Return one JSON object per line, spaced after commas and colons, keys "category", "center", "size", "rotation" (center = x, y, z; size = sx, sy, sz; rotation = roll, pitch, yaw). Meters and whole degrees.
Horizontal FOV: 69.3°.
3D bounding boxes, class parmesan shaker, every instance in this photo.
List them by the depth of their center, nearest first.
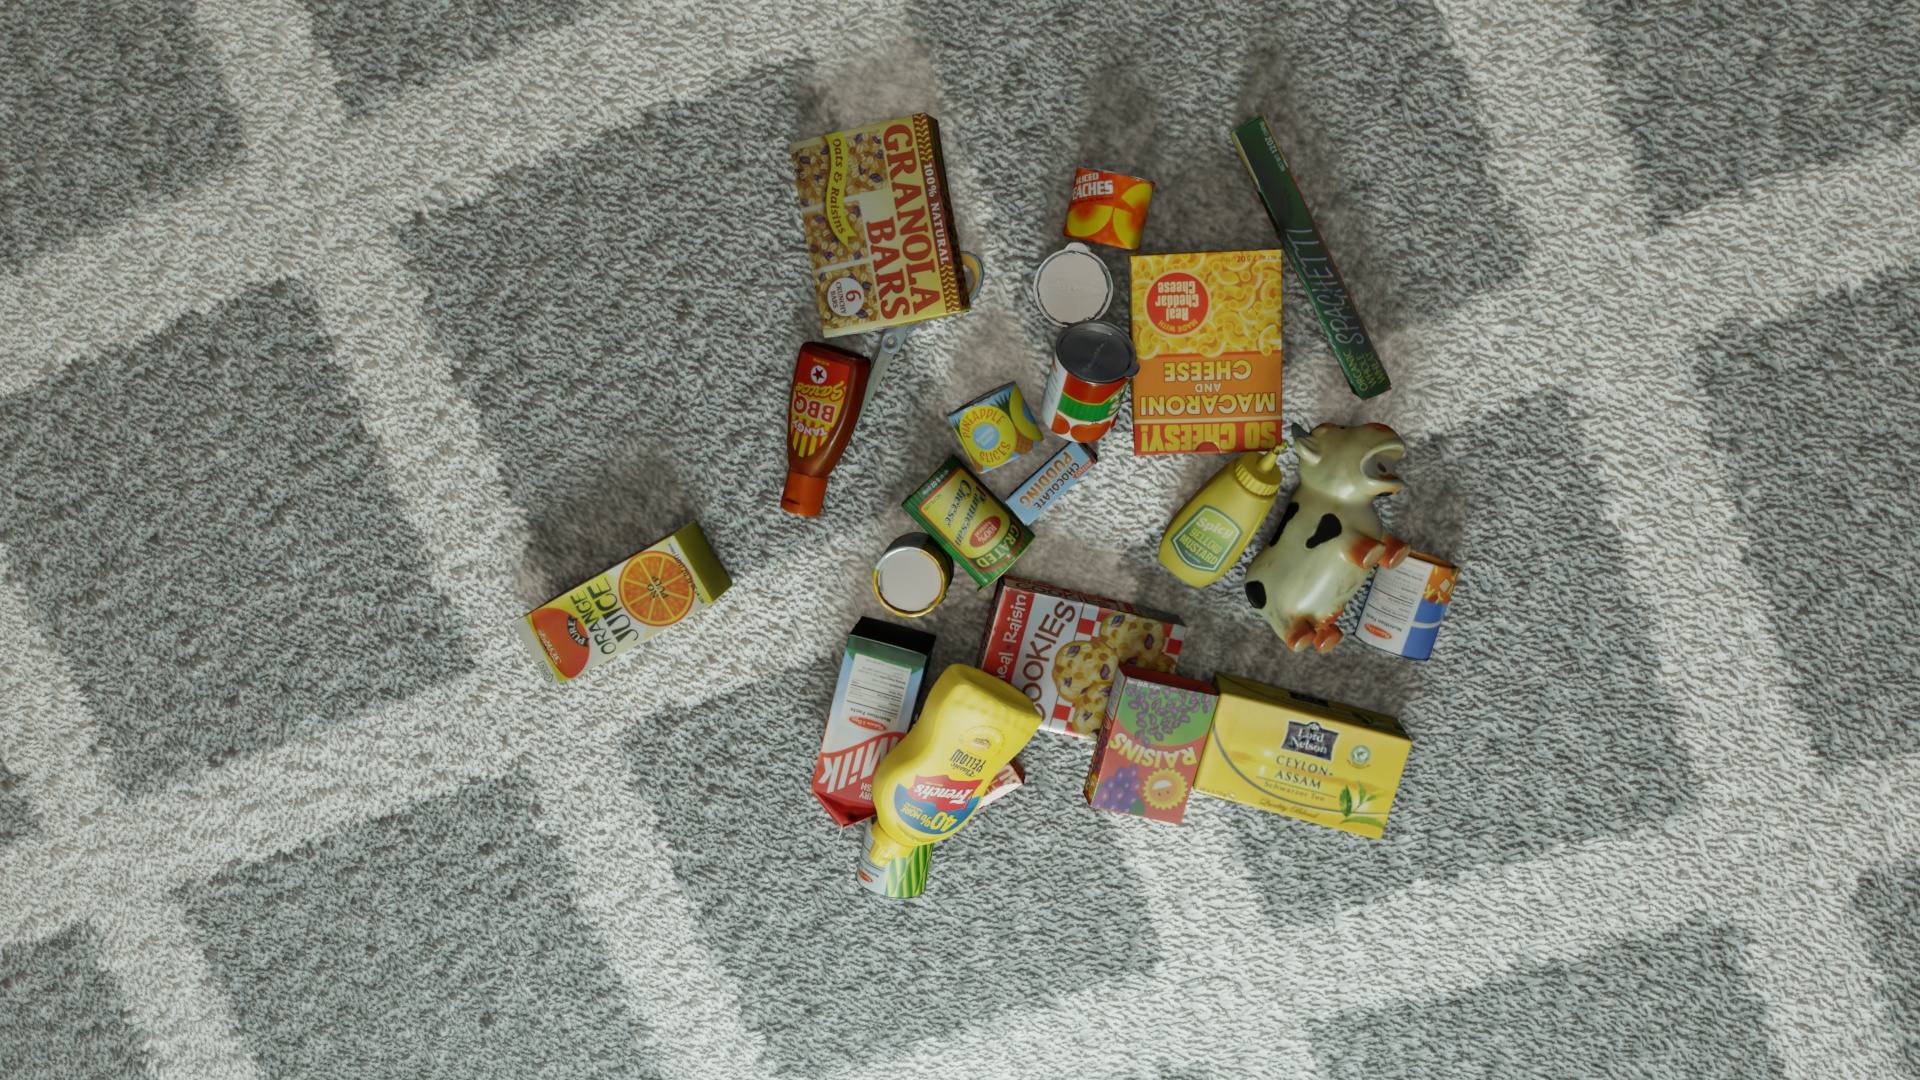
{"category": "parmesan shaker", "center": [0.004, -0.015, 1.209], "size": [0.103, 0.071, 0.071], "rotation": [45, 102, -4]}

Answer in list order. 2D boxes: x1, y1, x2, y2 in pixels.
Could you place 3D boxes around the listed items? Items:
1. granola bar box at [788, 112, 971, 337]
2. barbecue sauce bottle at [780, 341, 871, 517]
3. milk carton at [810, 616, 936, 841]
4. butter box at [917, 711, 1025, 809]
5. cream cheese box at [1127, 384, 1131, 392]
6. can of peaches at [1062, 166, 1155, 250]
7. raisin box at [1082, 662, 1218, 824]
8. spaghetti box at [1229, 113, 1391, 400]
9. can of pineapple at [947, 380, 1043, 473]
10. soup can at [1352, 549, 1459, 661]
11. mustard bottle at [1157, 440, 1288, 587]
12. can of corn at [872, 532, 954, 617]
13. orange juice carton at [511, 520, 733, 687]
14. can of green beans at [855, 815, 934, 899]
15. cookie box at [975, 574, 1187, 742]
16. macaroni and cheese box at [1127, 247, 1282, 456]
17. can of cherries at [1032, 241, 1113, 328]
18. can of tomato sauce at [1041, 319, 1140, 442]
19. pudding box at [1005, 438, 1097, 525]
{"category": "granola bar box", "center": [-0.067, -0.263, 1.172], "size": [0.124, 0.039, 0.165], "rotation": [-9, 94, 14]}
{"category": "barbecue sauce bottle", "center": [-0.124, -0.096, 1.217], "size": [0.065, 0.044, 0.148], "rotation": [20, 105, 22]}
{"category": "milk carton", "center": [-0.083, 0.173, 1.252], "size": [0.073, 0.072, 0.190], "rotation": [15, 101, 3]}
{"category": "butter box", "center": [0.010, 0.190, 1.270], "size": [0.053, 0.024, 0.103], "rotation": [-33, 96, 11]}
{"category": "cream cheese box", "center": [0.197, -0.150, 1.187], "size": [0.053, 0.024, 0.103], "rotation": [43, 102, -3]}
{"category": "can of peaches", "center": [0.121, -0.274, 1.148], "size": [0.071, 0.071, 0.058], "rotation": [13, 103, 3]}
{"category": "raisin box", "center": [0.164, 0.176, 1.205], "size": [0.086, 0.040, 0.123], "rotation": [12, 102, -8]}
{"category": "spaghetti box", "center": [0.290, -0.232, 1.149], "size": [0.028, 0.050, 0.249], "rotation": [-26, 97, 12]}
{"category": "can of pineapple", "center": [0.030, -0.097, 1.190], "size": [0.071, 0.071, 0.058], "rotation": [-26, 98, 10]}
{"category": "soup can", "center": [0.382, 0.053, 1.188], "size": [0.071, 0.071, 0.083], "rotation": [16, 101, 2]}
{"category": "mustard bottle", "center": [0.225, -0.028, 1.162], "size": [0.065, 0.049, 0.159], "rotation": [35, 132, 5]}
{"category": "can of corn", "center": [-0.040, 0.032, 1.227], "size": [0.071, 0.058, 0.071], "rotation": [1, 101, 6]}
{"category": "orange juice carton", "center": [-0.310, 0.061, 1.252], "size": [0.192, 0.073, 0.071], "rotation": [-28, 97, 10]}
{"category": "can of green beans", "center": [-0.059, 0.287, 1.273], "size": [0.071, 0.071, 0.057], "rotation": [12, 101, 3]}
{"category": "cookie box", "center": [0.101, 0.109, 1.228], "size": [0.167, 0.040, 0.122], "rotation": [13, 102, -6]}
{"category": "macaroni and cheese box", "center": [0.202, -0.155, 1.151], "size": [0.124, 0.040, 0.166], "rotation": [-2, 101, 6]}
{"category": "can of cherries", "center": [0.097, -0.215, 1.168], "size": [0.071, 0.058, 0.071], "rotation": [1, 101, 7]}
{"category": "can of tomato sauce", "center": [0.107, -0.130, 1.152], "size": [0.071, 0.082, 0.071], "rotation": [3, 58, -5]}
{"category": "pudding box", "center": [0.079, -0.053, 1.204], "size": [0.083, 0.050, 0.030], "rotation": [-42, 93, 12]}
